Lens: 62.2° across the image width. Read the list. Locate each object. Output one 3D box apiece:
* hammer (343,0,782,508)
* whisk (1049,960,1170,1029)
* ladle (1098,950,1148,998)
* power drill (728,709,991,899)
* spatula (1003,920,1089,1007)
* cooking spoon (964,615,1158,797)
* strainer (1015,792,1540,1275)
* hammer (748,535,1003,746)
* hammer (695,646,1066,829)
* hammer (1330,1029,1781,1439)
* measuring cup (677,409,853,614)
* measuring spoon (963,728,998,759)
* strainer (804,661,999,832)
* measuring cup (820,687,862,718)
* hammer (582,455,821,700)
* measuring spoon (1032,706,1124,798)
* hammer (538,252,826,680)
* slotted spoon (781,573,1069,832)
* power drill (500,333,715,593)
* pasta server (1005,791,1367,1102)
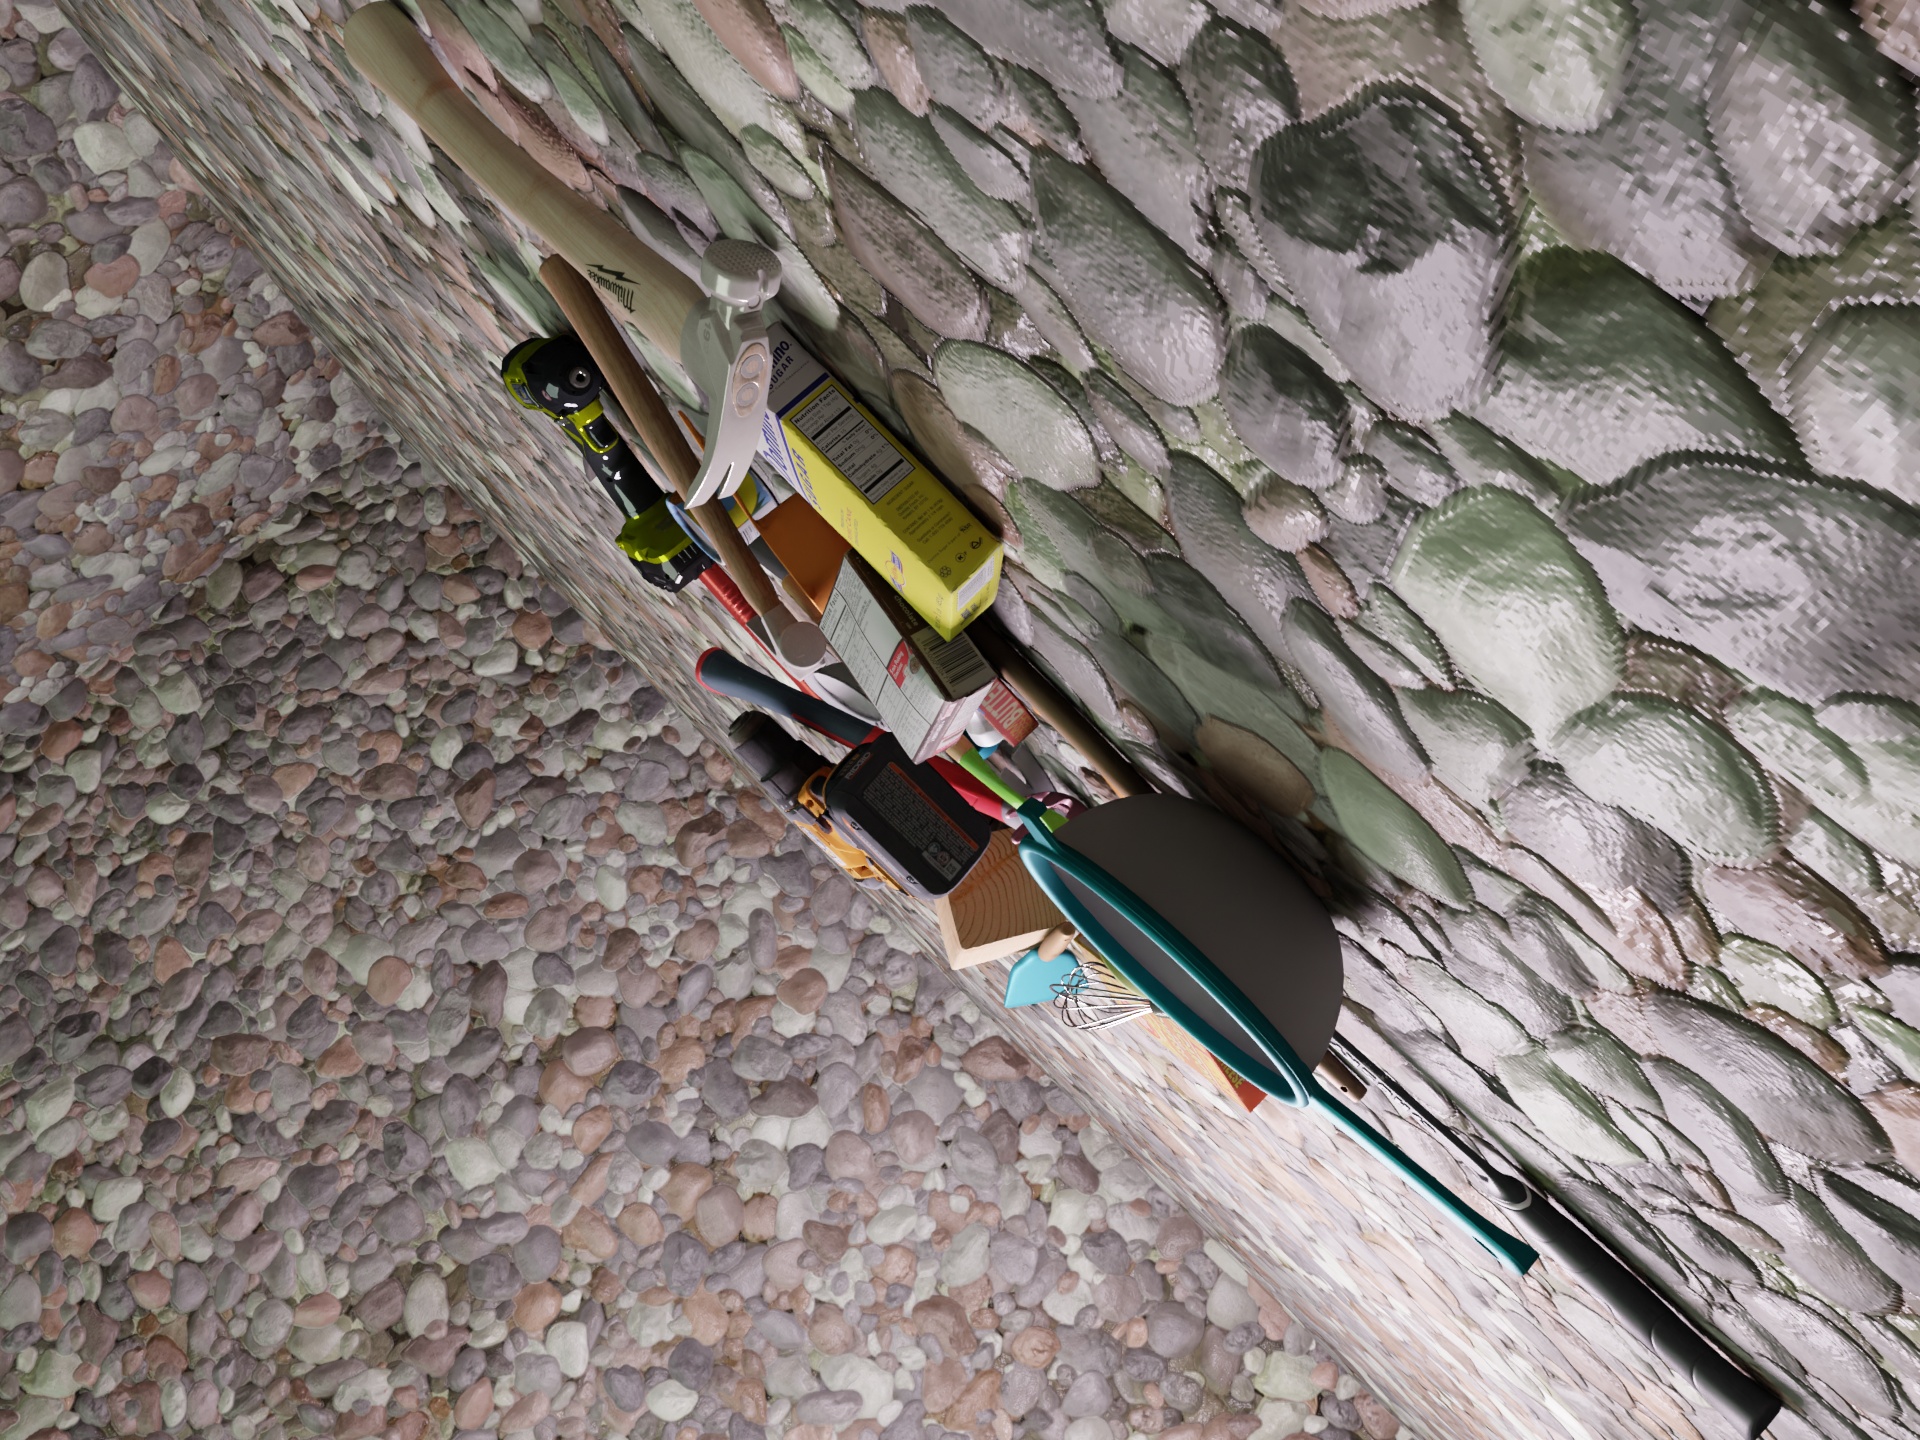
[{"bbox_3d":[-0.239,-0.286,0.896,0.411,0.038,0.146,44,137,28],"label":"hammer"},{"bbox_3d":[0.152,0.219,1.236,0.059,0.058,0.246,28,160,-27],"label":"whisk"},{"bbox_3d":[0.104,0.165,1.313,0.078,0.062,0.320,41,173,-12],"label":"ladle"},{"bbox_3d":[-0.089,0.059,1.249,0.185,0.084,0.226,45,163,-14],"label":"power drill"},{"bbox_3d":[0.080,0.204,1.347,0.317,0.082,0.044,94,164,-76],"label":"spatula"},{"bbox_3d":[0.022,-0.043,0.968,0.319,0.017,0.068,45,179,4],"label":"cooking spoon"},{"bbox_3d":[0.184,0.146,0.858,0.341,0.095,0.210,39,170,22],"label":"strainer"},{"bbox_3d":[-0.092,-0.091,1.173,0.331,0.033,0.128,35,165,44],"label":"hammer"},{"bbox_3d":[-0.080,0.007,1.283,0.387,0.038,0.143,24,157,33],"label":"hammer"},{"bbox_3d":[0.319,0.277,0.975,0.409,0.036,0.149,42,169,18],"label":"hammer"},{"bbox_3d":[-0.109,-0.138,1.009,0.173,0.052,0.095,55,178,-26],"label":"measuring cup"},{"bbox_3d":[-0.002,-0.004,1.175,0.021,0.042,0.129,27,-172,-32],"label":"measuring spoon"},{"bbox_3d":[-0.047,0.020,1.377,0.258,0.050,0.087,45,161,-15],"label":"strainer"},{"bbox_3d":[-0.065,0.009,1.453,0.156,0.029,0.062,38,-157,-33],"label":"measuring cup"},{"bbox_3d":[-0.233,-0.129,1.543,0.359,0.037,0.149,48,169,-7],"label":"hammer"},{"bbox_3d":[0.082,0.026,1.008,0.117,0.011,0.021,49,168,-13],"label":"measuring spoon"},{"bbox_3d":[-0.190,-0.172,1.090,0.331,0.031,0.130,58,171,-1],"label":"hammer"},{"bbox_3d":[-0.013,0.005,1.080,0.314,0.031,0.070,44,170,15],"label":"slotted spoon"},{"bbox_3d":[-0.287,-0.219,1.331,0.223,0.080,0.171,55,166,-26],"label":"power drill"},{"bbox_3d":[0.161,0.159,1.121,0.316,0.040,0.060,43,139,6],"label":"pasta server"}]
